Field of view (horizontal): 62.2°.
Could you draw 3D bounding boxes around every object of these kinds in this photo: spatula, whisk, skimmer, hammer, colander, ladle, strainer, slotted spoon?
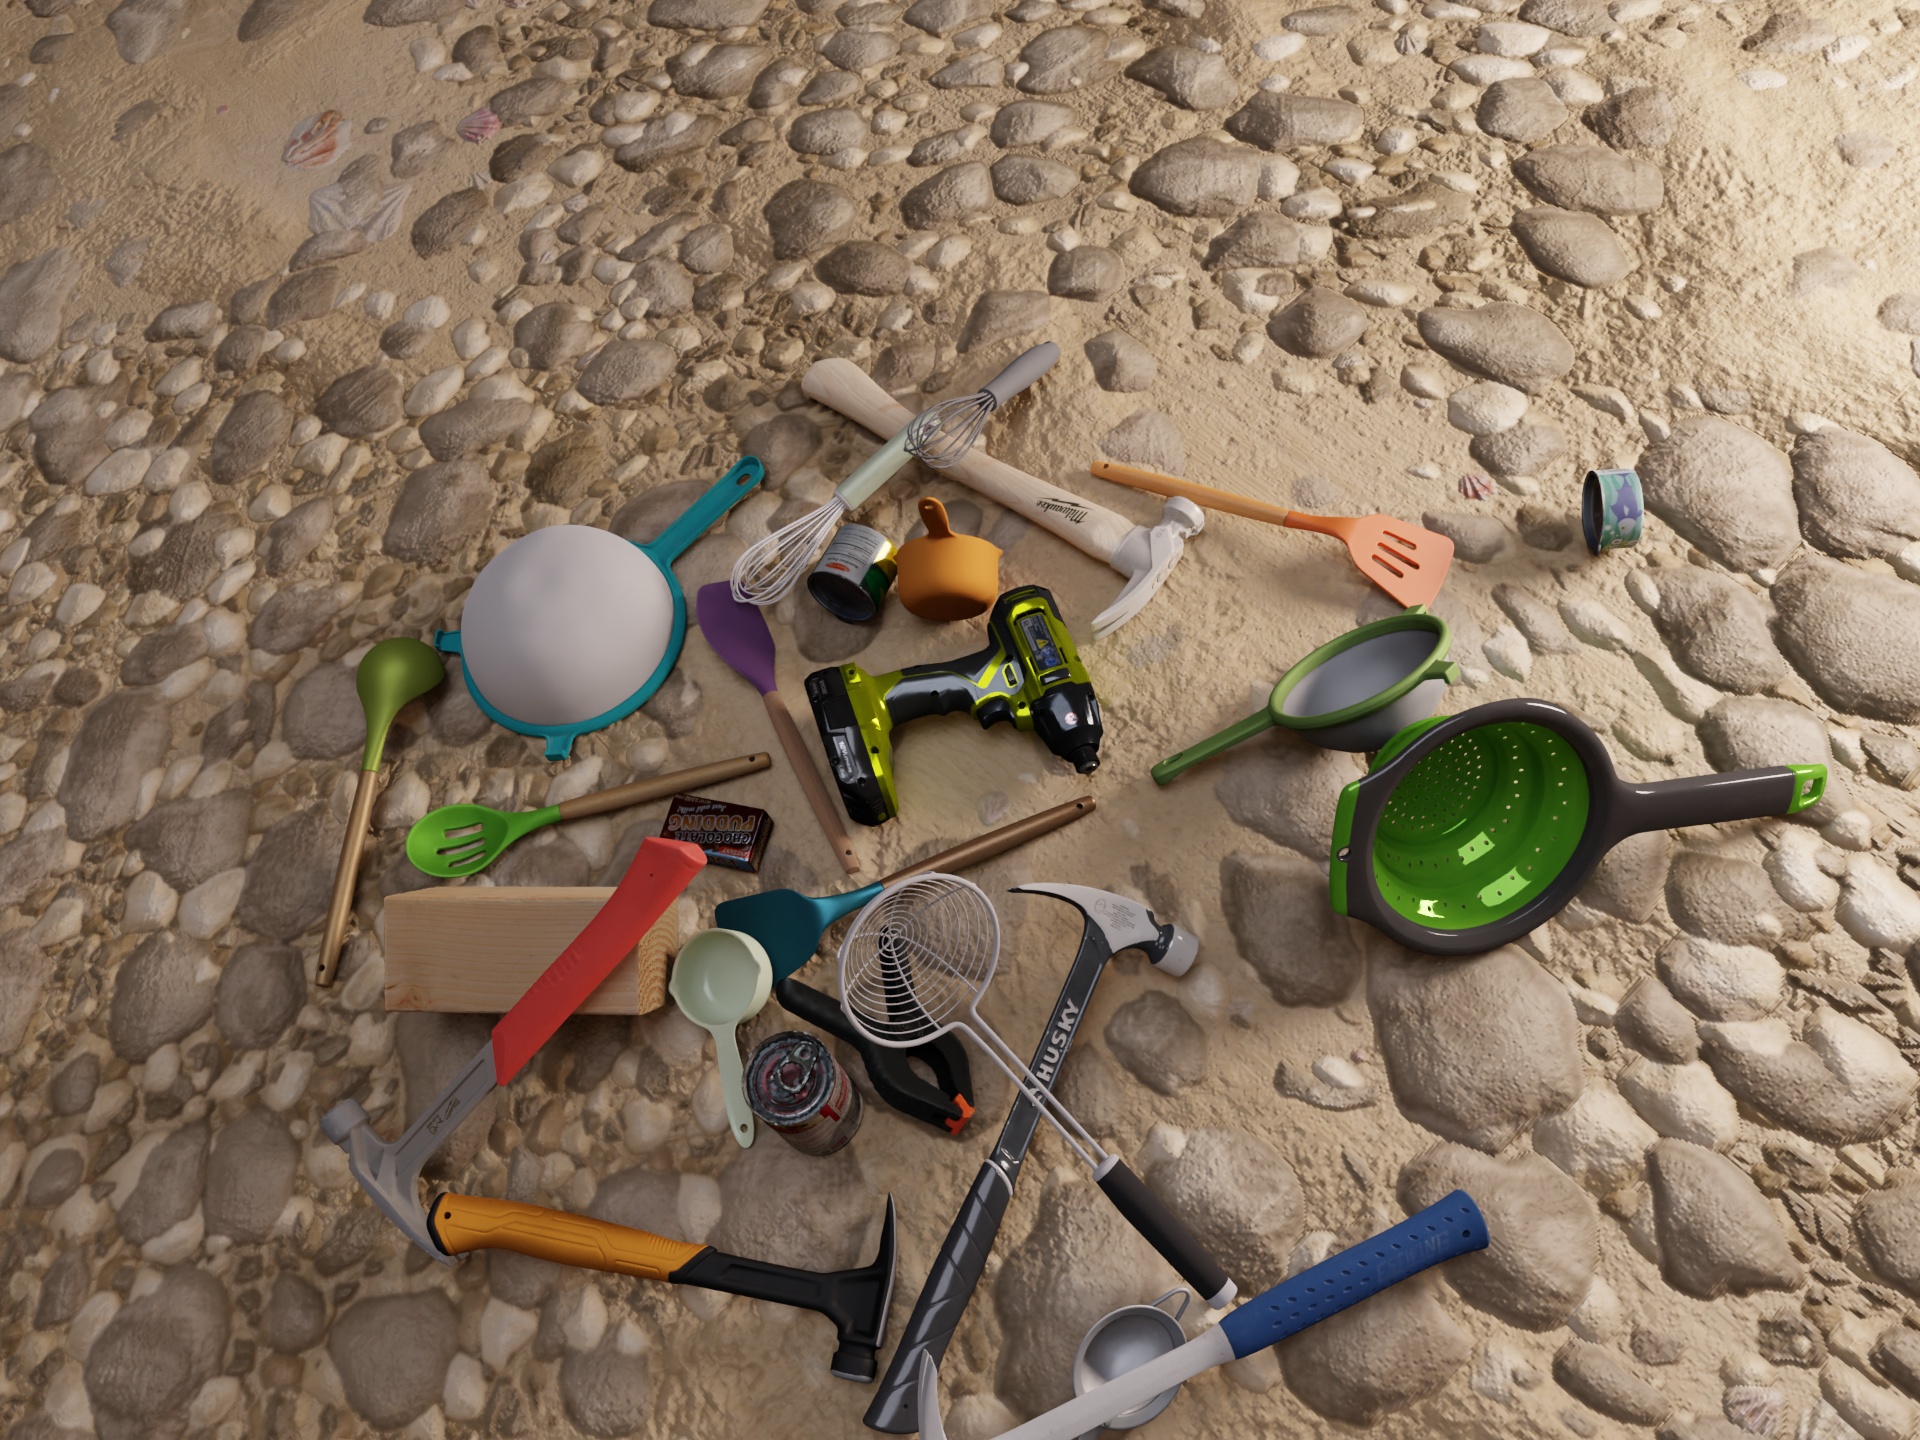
[{"bbox_3d":[0.261,-0.175,1.378,0.323,0.041,0.081,20,67,24],"label":"spatula"},{"bbox_3d":[-0.155,-0.001,1.359,0.059,0.018,0.316,-14,59,-27],"label":"spatula"},{"bbox_3d":[0.026,-0.290,1.428,0.055,0.055,0.239,26,46,21],"label":"whisk"},{"bbox_3d":[0.061,0.259,1.079,0.127,0.090,0.363,-42,84,-14],"label":"skimmer"},{"bbox_3d":[0.031,0.305,1.135,0.149,0.036,0.409,29,73,-9],"label":"hammer"},{"bbox_3d":[-0.311,0.230,1.174,0.149,0.036,0.359,44,96,8],"label":"hammer"},{"bbox_3d":[-0.213,0.375,1.135,0.337,0.034,0.127,9,65,4],"label":"hammer"},{"bbox_3d":[0.444,0.054,1.181,0.397,0.204,0.095,-6,25,-11],"label":"colander"},{"bbox_3d":[0.010,-0.220,1.438,0.411,0.038,0.146,32,73,24],"label":"hammer"},{"bbox_3d":[0.162,0.405,1.039,0.405,0.035,0.144,-22,89,-12],"label":"hammer"},{"bbox_3d":[-0.512,0.074,1.381,0.078,0.062,0.320,1,69,11],"label":"ladle"},{"bbox_3d":[0.075,0.486,1.051,0.086,0.050,0.258,37,75,-20],"label":"strainer"},{"bbox_3d":[0.276,0.008,1.251,0.256,0.069,0.152,-28,17,16],"label":"strainer"},{"bbox_3d":[-0.313,0.073,1.347,0.314,0.031,0.070,-15,60,0],"label":"slotted spoon"},{"bbox_3d":[-0.312,-0.140,1.420,0.211,0.095,0.340,39,76,26],"label":"strainer"},{"bbox_3d":[-0.111,-0.191,1.421,0.246,0.057,0.059,-43,37,-5],"label":"whisk"},{"bbox_3d":[-0.039,0.125,1.268,0.317,0.044,0.082,-21,76,-8],"label":"spatula"}]

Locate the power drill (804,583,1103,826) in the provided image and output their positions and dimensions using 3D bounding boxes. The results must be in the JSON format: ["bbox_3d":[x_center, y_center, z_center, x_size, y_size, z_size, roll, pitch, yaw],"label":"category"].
[{"bbox_3d":[-0.002,-0.004,1.305,0.223,0.080,0.171,-19,61,-3],"label":"power drill"}]

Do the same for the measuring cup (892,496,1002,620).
[{"bbox_3d":[-0.016,-0.130,1.318,0.095,0.173,0.052,-2,74,6],"label":"measuring cup"}]

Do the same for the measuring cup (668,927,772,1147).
[{"bbox_3d":[-0.173,0.244,1.230,0.083,0.038,0.168,-16,78,19],"label":"measuring cup"}]
